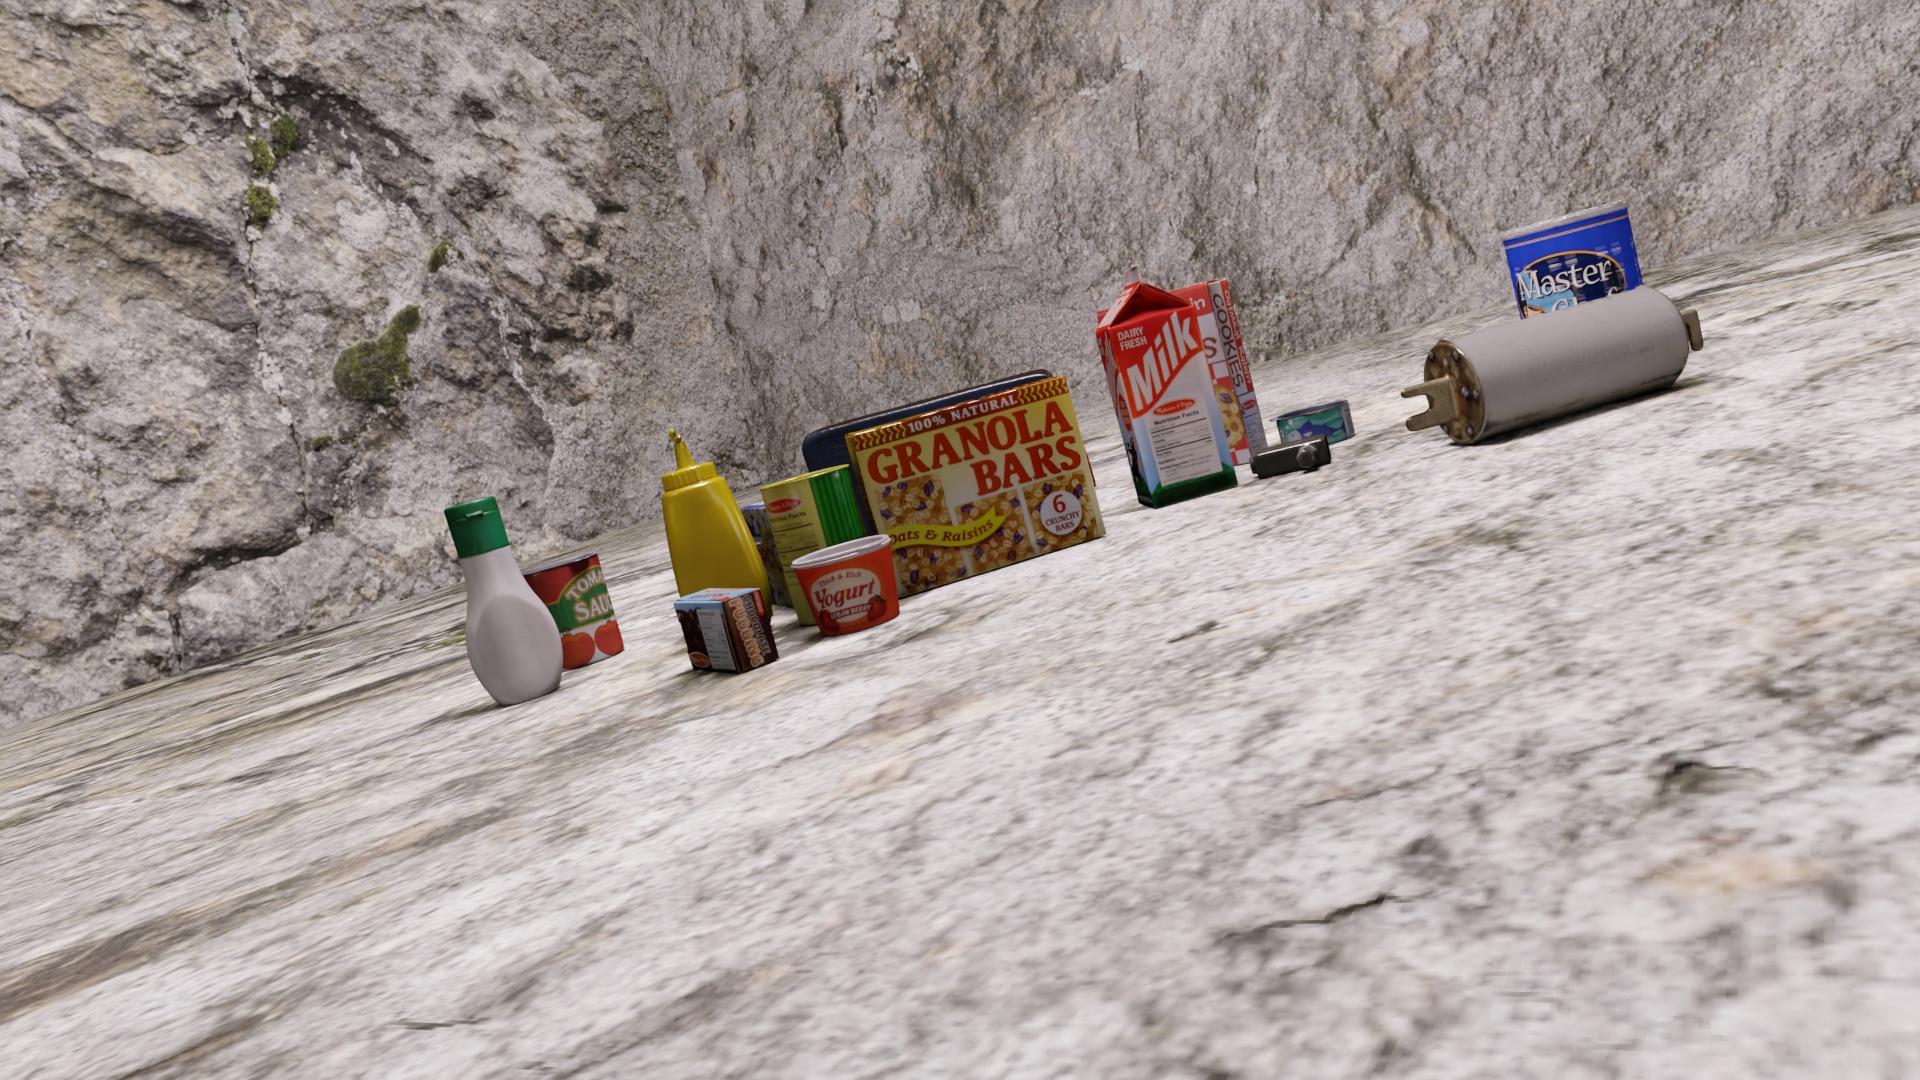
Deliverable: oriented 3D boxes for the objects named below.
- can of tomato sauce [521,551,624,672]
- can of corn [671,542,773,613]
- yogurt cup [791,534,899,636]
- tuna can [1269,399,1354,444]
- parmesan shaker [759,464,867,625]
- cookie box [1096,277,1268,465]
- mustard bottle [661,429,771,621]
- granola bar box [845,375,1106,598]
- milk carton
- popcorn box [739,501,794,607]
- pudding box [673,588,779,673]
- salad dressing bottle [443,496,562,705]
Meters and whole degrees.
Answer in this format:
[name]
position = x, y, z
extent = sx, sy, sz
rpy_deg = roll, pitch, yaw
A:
[can of tomato sauce]
position = -0.311, 0.057, 1.114
extent = 0.071, 0.083, 0.071
rpy_deg = -15, 6, 2
[can of corn]
position = -0.183, 0.039, 1.087
extent = 0.071, 0.058, 0.071
rpy_deg = -15, 6, 2
[yogurt cup]
position = -0.073, 0.031, 0.926
extent = 0.072, 0.054, 0.072
rpy_deg = -15, 6, 2
[tuna can]
position = 0.316, -0.102, 1.246
extent = 0.071, 0.032, 0.071
rpy_deg = -15, 6, 2
[parmesan shaker]
position = -0.101, 0.003, 1.001
extent = 0.071, 0.103, 0.071
rpy_deg = -15, 6, 2
[cookie box]
position = 0.204, -0.146, 1.279
extent = 0.122, 0.167, 0.040
rpy_deg = -10, 8, 41
[mustard bottle]
position = -0.186, -0.006, 1.021
extent = 0.065, 0.160, 0.049
rpy_deg = -16, 6, -9
[granola bar box]
position = 0.011, -0.040, 1.021
extent = 0.166, 0.124, 0.039
rpy_deg = -17, 6, -13
[milk carton]
position = 0.161, -0.128, 1.129
extent = 0.073, 0.190, 0.072
rpy_deg = -15, 6, -2
[popcorn box]
position = -0.135, 0.008, 1.118
extent = 0.038, 0.085, 0.126
rpy_deg = -18, 7, -22
[pudding box]
position = -0.153, 0.057, 0.900
extent = 0.030, 0.049, 0.083
rpy_deg = -19, 7, -32
[salad dressing bottle]
position = -0.332, 0.043, 1.000
extent = 0.064, 0.147, 0.044
rpy_deg = -18, 6, -21
